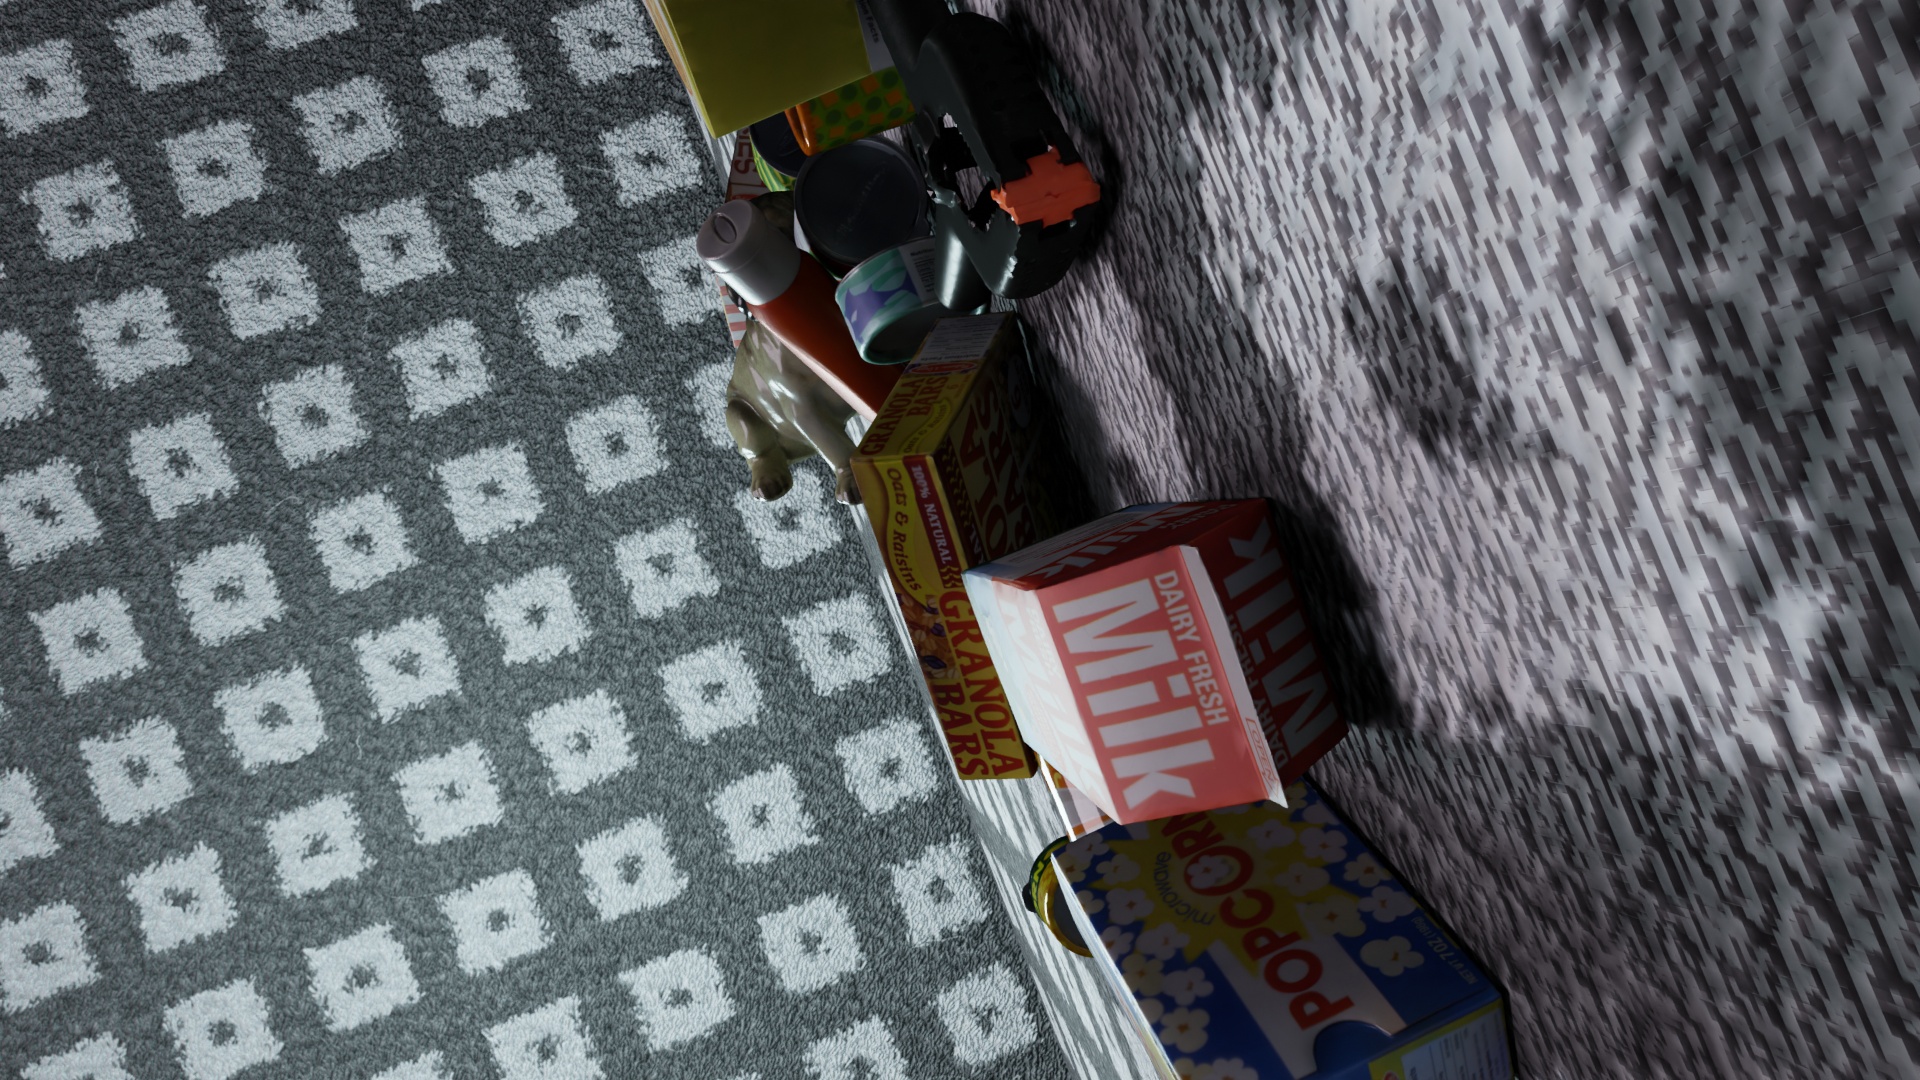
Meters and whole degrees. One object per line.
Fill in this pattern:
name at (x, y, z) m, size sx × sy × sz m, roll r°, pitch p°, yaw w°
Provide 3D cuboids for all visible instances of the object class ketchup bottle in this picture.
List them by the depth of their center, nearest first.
ketchup bottle at (-0.075, -0.115, 0.712) m, size 0.148 × 0.043 × 0.065 m, roll 40°, pitch -171°, yaw -48°

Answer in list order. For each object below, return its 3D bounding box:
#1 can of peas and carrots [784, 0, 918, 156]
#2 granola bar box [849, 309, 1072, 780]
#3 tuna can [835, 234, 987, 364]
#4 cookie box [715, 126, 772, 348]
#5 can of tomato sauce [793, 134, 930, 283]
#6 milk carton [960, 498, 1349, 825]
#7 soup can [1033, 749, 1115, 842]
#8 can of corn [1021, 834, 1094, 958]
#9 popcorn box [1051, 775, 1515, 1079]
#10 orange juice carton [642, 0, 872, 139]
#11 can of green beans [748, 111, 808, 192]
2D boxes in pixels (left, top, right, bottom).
can of peas and carrots at (-0.052, -0.209, 0.616) m, size 0.071 × 0.059 × 0.071 m, roll 162°, pitch 87°, yaw -83°
granola bar box at (0.012, 0.001, 0.602) m, size 0.125 × 0.039 × 0.164 m, roll -64°, pitch -36°, yaw -51°
tuna can at (-0.024, -0.111, 0.655) m, size 0.071 × 0.071 × 0.033 m, roll 98°, pitch 150°, yaw -76°
cookie box at (-0.131, -0.232, 0.958) m, size 0.122 × 0.040 × 0.168 m, roll 97°, pitch 179°, yaw -73°
can of tomato sauce at (-0.052, -0.169, 0.727) m, size 0.083 × 0.071 × 0.071 m, roll -169°, pitch 58°, yaw -83°
milk carton at (0.057, 0.033, 0.433) m, size 0.190 × 0.073 × 0.072 m, roll 180°, pitch 69°, yaw -82°
soup can at (0.072, 0.112, 0.566) m, size 0.071 × 0.071 × 0.084 m, roll 92°, pitch 156°, yaw -73°
can of corn at (0.078, 0.223, 0.874) m, size 0.058 × 0.071 × 0.071 m, roll 165°, pitch 84°, yaw -82°
popcorn box at (0.088, 0.122, 0.410) m, size 0.127 × 0.085 × 0.038 m, roll -126°, pitch 15°, yaw -63°
orange juice carton at (-0.109, -0.262, 0.565) m, size 0.072 × 0.072 × 0.193 m, roll 75°, pitch 168°, yaw -60°
can of green beans at (-0.089, -0.234, 0.806) m, size 0.058 × 0.071 × 0.071 m, roll 155°, pitch 93°, yaw -84°
